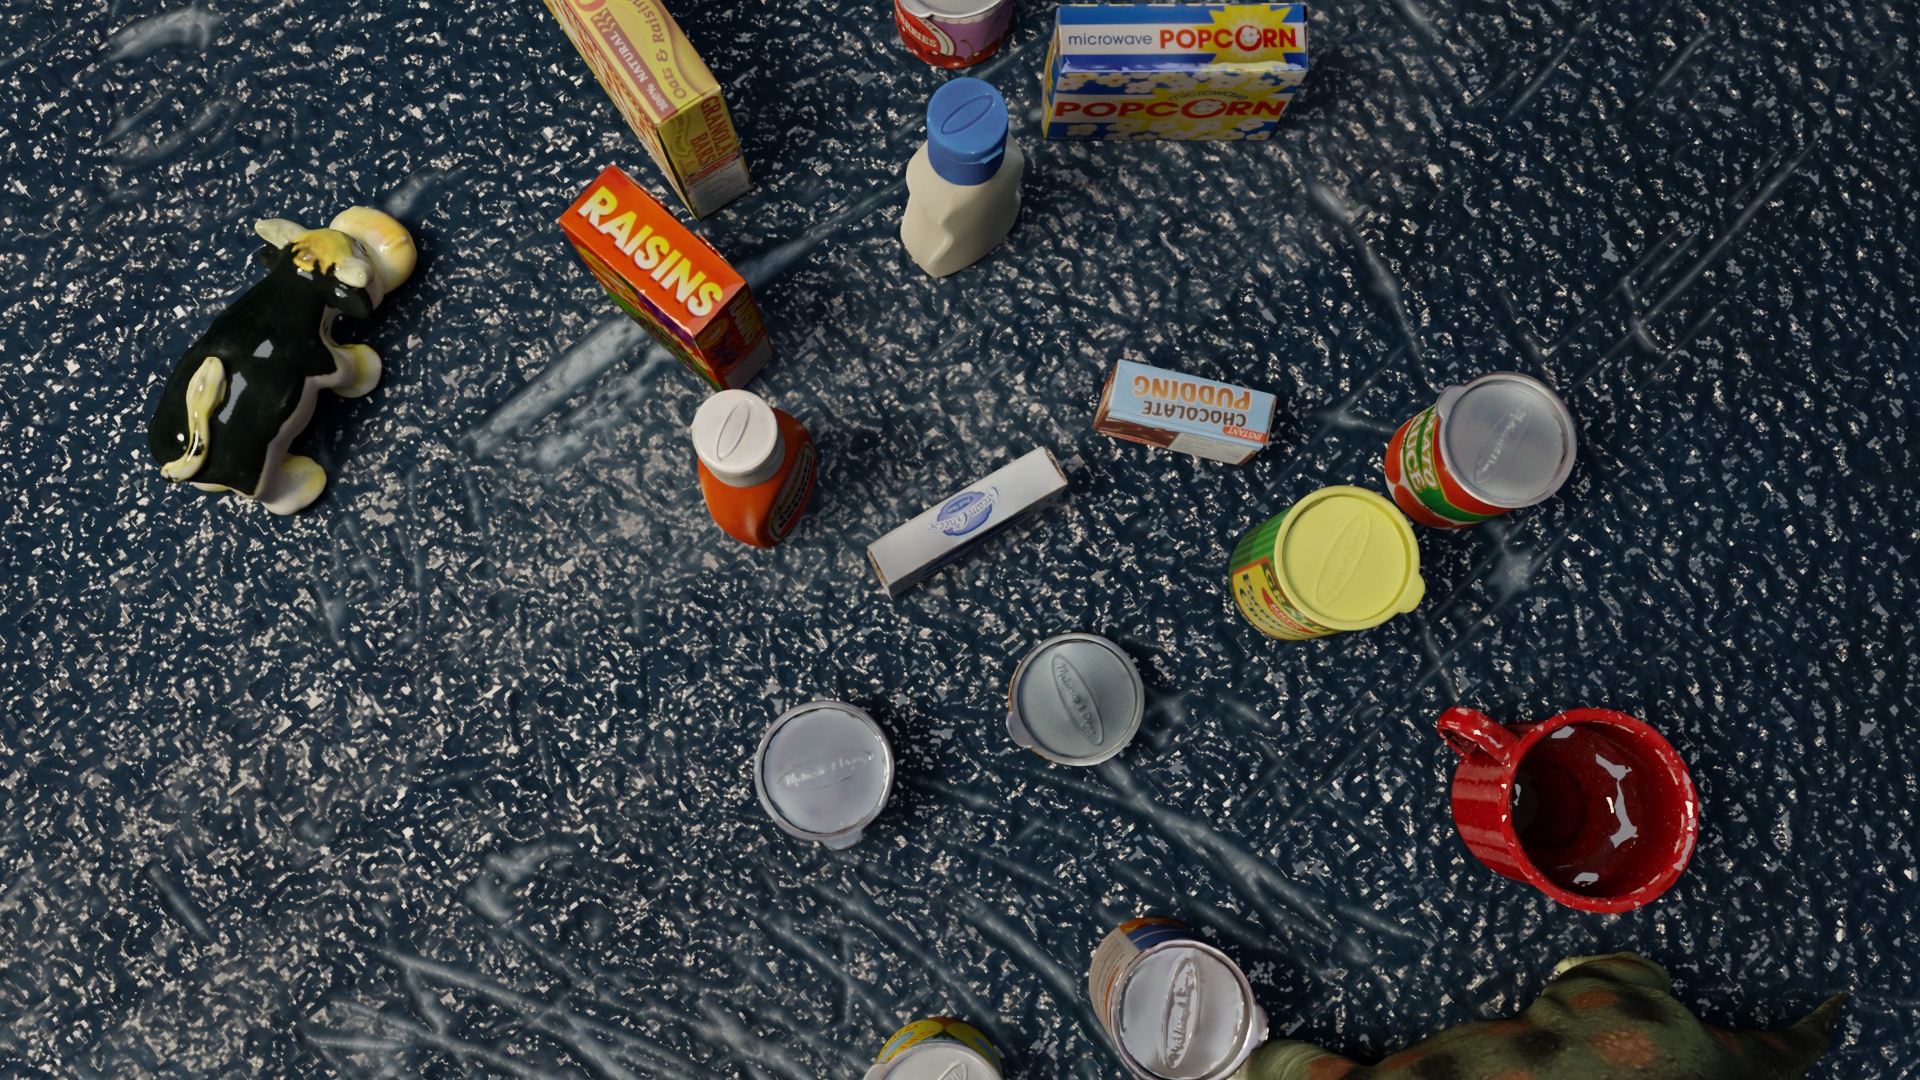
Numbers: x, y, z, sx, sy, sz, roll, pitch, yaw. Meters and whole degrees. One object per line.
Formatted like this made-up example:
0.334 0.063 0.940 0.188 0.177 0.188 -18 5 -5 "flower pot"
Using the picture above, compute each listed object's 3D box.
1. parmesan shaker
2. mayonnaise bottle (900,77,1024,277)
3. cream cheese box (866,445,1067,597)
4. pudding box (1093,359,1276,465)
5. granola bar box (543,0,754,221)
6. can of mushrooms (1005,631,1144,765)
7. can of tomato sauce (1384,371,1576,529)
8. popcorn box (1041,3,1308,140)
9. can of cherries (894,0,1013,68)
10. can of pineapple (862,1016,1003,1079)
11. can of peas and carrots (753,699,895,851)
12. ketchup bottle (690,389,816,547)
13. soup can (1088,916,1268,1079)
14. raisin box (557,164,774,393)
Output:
0.176 0.016 0.678 0.071 0.103 0.071 0 82 -2 "parmesan shaker"
0.002 -0.177 0.678 0.065 0.148 0.041 -37 85 -6 "mayonnaise bottle"
0.003 -0.009 0.701 0.104 0.053 0.024 -30 84 -6 "cream cheese box"
0.114 -0.065 0.715 0.084 0.049 0.030 13 82 0 "pudding box"
-0.172 -0.254 0.696 0.039 0.124 0.165 -34 84 -6 "granola bar box"
0.055 0.081 0.700 0.071 0.033 0.071 0 82 -2 "can of mushrooms"
0.257 -0.043 0.699 0.071 0.083 0.071 0 82 -2 "can of tomato sauce"
0.108 -0.242 0.723 0.127 0.085 0.038 -1 82 -2 "popcorn box"
-0.005 -0.294 0.740 0.071 0.058 0.071 0 82 -2 "can of cherries"
-0.012 0.264 0.658 0.071 0.058 0.071 0 82 -2 "can of pineapple"
-0.064 0.114 0.678 0.071 0.058 0.071 0 82 -2 "can of peas and carrots"
-0.098 -0.036 0.654 0.043 0.148 0.065 23 82 2 "ketchup bottle"
0.100 0.217 0.656 0.071 0.083 0.071 0 82 -2 "soup can"
-0.139 -0.122 0.678 0.086 0.123 0.040 42 83 4 "raisin box"
